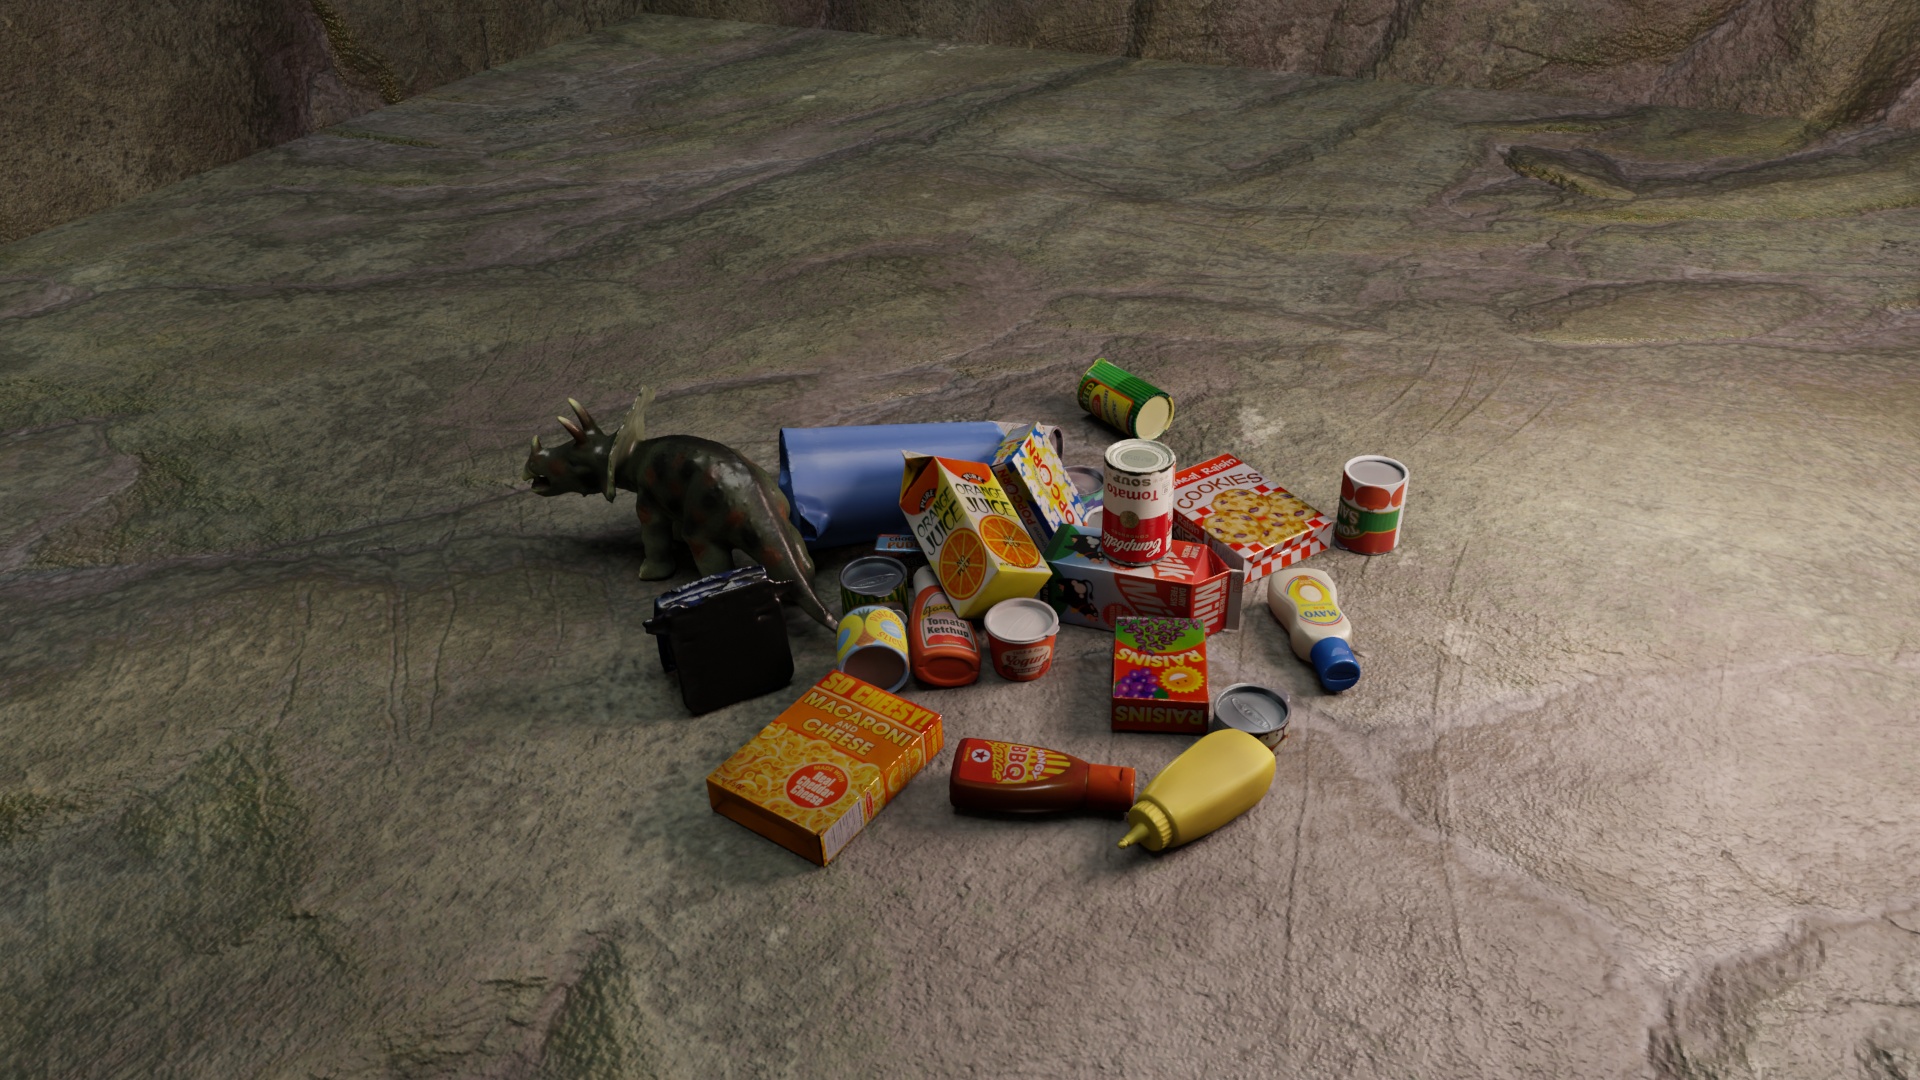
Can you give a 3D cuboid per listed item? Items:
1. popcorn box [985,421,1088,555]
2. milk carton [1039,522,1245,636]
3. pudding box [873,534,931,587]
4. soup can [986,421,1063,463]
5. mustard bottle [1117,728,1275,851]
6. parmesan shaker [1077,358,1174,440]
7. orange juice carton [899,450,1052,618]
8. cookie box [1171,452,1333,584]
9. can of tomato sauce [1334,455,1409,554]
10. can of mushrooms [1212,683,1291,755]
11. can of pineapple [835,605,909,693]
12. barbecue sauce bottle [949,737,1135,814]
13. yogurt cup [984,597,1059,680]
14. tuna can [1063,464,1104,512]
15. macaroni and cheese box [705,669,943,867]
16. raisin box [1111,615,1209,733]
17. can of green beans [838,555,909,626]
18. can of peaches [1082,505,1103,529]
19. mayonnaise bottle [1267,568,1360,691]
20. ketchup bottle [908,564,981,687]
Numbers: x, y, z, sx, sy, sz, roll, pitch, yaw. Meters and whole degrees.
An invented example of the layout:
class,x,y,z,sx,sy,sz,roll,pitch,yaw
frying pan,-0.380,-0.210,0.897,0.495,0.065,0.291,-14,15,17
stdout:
class,x,y,z,sx,sy,sz,roll,pitch,yaw
popcorn box,0.082,-0.048,1.445,0.038,0.126,0.085,-17,23,34
milk carton,0.178,0.043,1.347,0.190,0.072,0.074,10,35,17
pudding box,-0.043,0.021,1.415,0.084,0.049,0.030,2,35,6
soup can,0.068,-0.098,1.575,0.084,0.071,0.072,6,34,20
mustard bottle,0.182,0.209,1.117,0.161,0.048,0.065,-25,39,-30
parmesan shaker,0.198,-0.169,1.670,0.071,0.071,0.103,-23,39,-28
orange juice carton,0.005,-0.017,1.360,0.072,0.072,0.193,5,44,-41
cookie box,0.290,-0.025,1.475,0.123,0.040,0.168,-20,38,-25
can of tomato sauce,0.426,-0.037,1.445,0.071,0.082,0.071,-1,33,1
can of mushrooms,0.254,0.156,1.206,0.071,0.033,0.071,-2,33,1
can of pineapple,-0.080,0.101,1.277,0.071,0.070,0.058,-5,34,-4
barbecue sauce bottle,0.068,0.198,1.144,0.148,0.043,0.065,5,33,10
yogurt cup,0.057,0.094,1.294,0.072,0.053,0.073,-2,33,1
tuna can,0.130,-0.054,1.533,0.071,0.032,0.071,-1,33,1
macaroni and cheese box,-0.112,0.187,1.174,0.124,0.040,0.167,19,39,30
raisin box,0.180,0.121,1.260,0.086,0.039,0.124,3,32,6
can of green beans,-0.084,0.056,1.355,0.071,0.057,0.071,-1,33,1
can of peaches,0.159,0.004,1.421,0.071,0.057,0.071,-2,33,1
mayonnaise bottle,0.336,0.082,1.307,0.065,0.041,0.149,-3,33,-4
ketchup bottle,-0.021,0.079,1.330,0.065,0.043,0.149,7,31,-13
